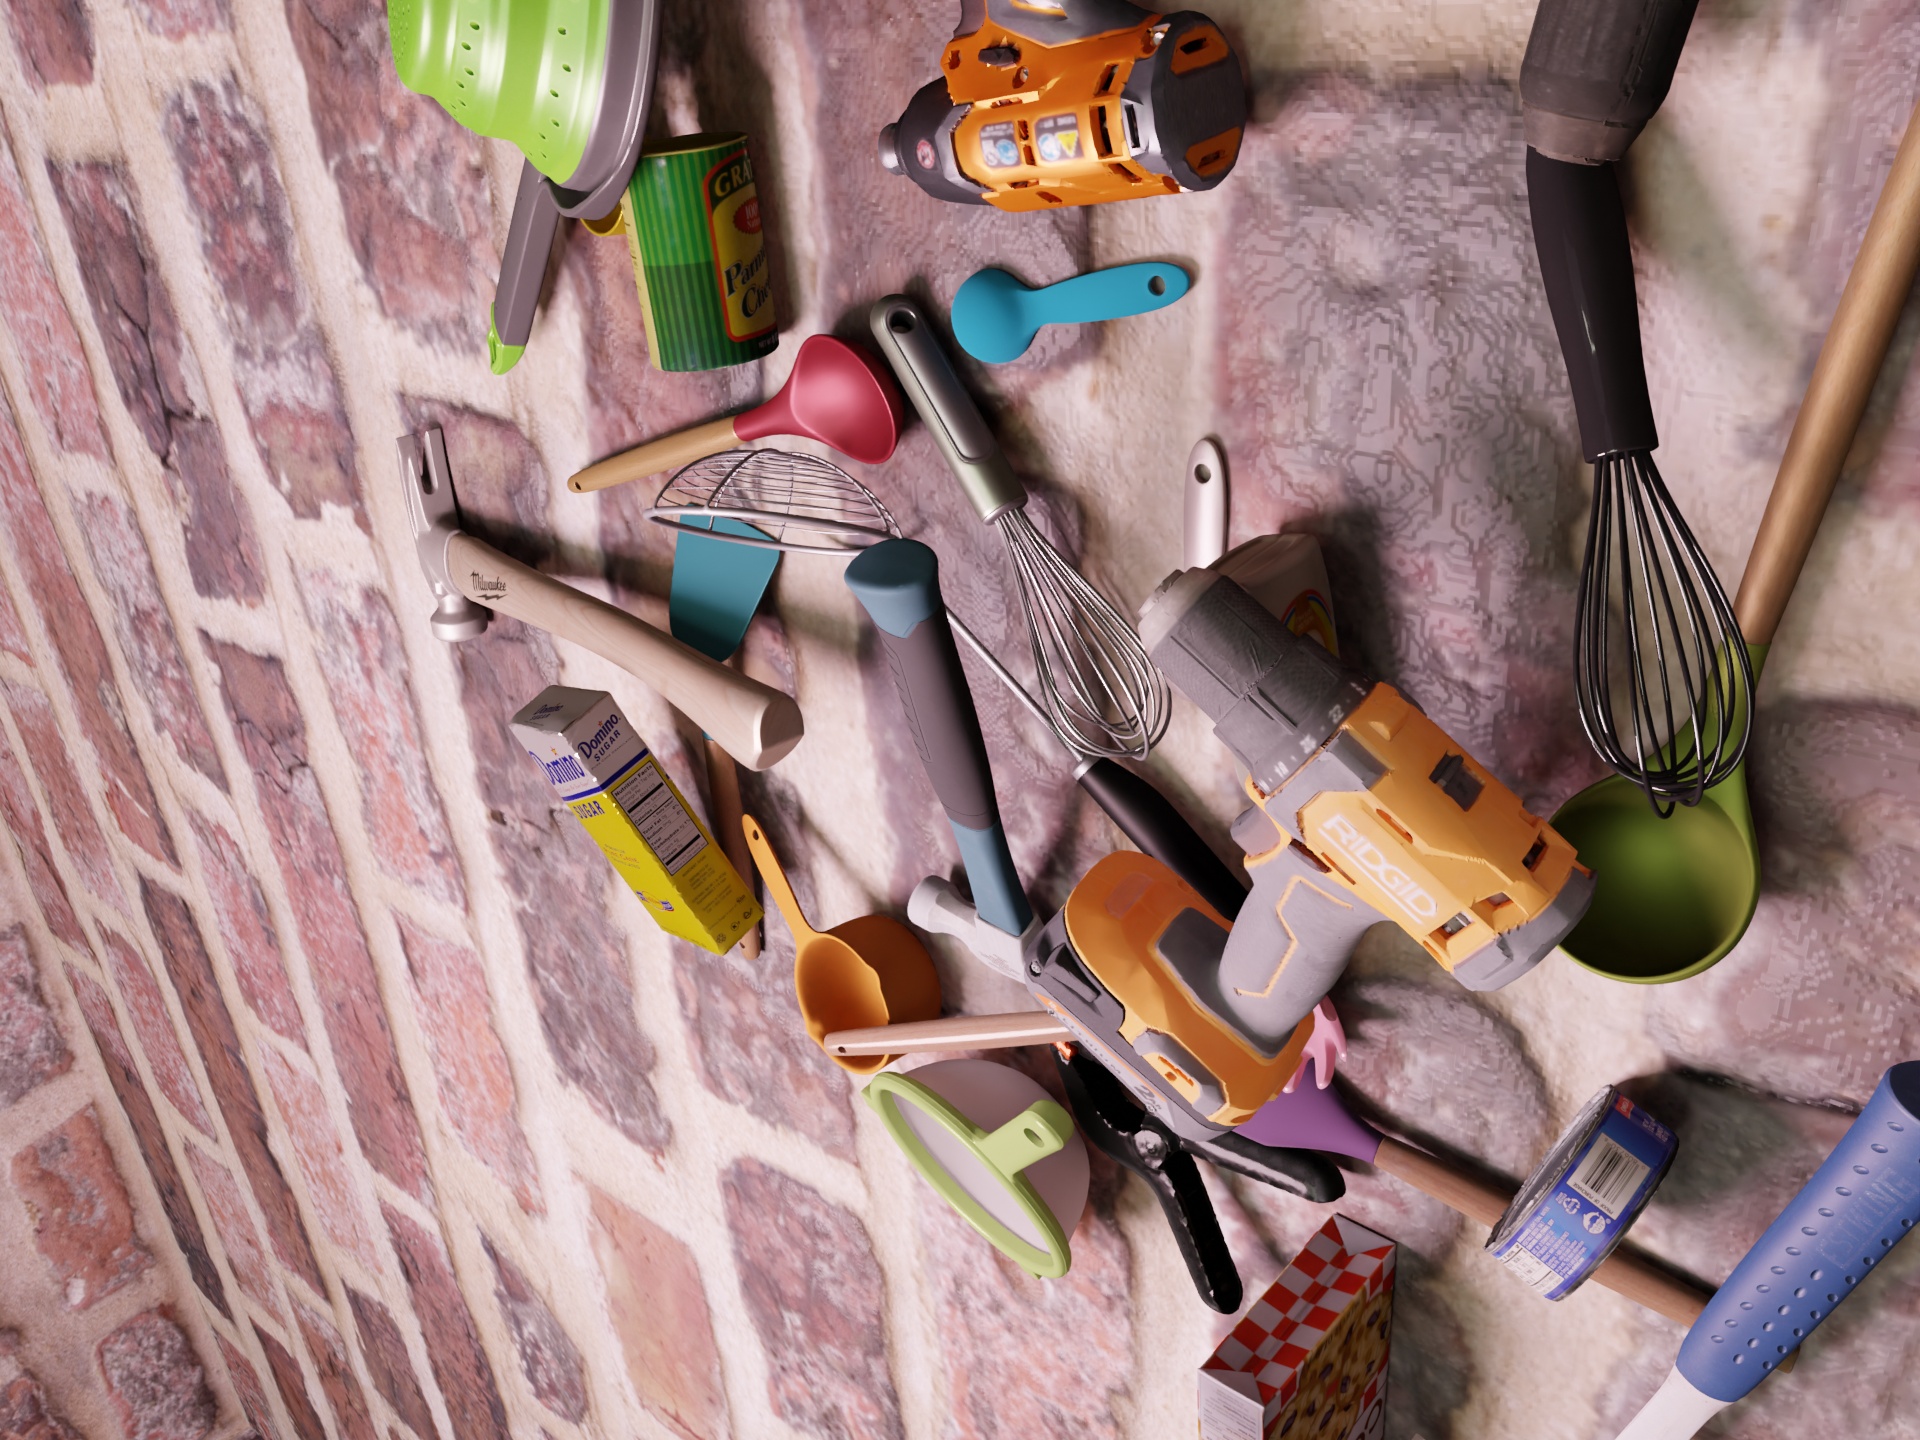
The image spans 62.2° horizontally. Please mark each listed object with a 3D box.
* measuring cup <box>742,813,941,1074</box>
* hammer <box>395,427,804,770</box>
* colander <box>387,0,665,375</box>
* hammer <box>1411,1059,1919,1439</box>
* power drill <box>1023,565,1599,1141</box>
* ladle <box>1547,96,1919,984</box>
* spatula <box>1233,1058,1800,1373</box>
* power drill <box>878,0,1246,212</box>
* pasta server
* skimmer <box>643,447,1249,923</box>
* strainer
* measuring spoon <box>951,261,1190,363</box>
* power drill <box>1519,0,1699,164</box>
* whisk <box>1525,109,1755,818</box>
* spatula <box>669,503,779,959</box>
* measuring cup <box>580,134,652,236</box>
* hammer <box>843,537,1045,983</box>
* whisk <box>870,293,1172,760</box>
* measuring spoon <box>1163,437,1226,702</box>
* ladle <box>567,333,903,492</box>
[{"bbox_3d":[-0.072,0.124,0.954,0.174,0.052,0.095,60,139,16],"label":"measuring cup"},{"bbox_3d":[-0.231,-0.069,0.961,0.411,0.038,0.146,24,128,43],"label":"hammer"},{"bbox_3d":[-0.232,-0.298,0.774,0.397,0.094,0.205,-48,50,55],"label":"colander"},{"bbox_3d":[0.299,0.275,0.660,0.144,0.035,0.405,29,135,22],"label":"hammer"},{"bbox_3d":[0.108,0.057,0.630,0.185,0.084,0.226,43,140,6],"label":"power drill"},{"bbox_3d":[0.260,-0.048,0.517,0.078,0.062,0.320,33,131,38],"label":"ladle"},{"bbox_3d":[0.218,0.208,0.732,0.316,0.018,0.060,24,97,31],"label":"spatula"},{"bbox_3d":[0.011,-0.304,0.590,0.164,0.084,0.226,9,123,42],"label":"power drill"},{"bbox_3d":[0.050,0.161,0.816,0.316,0.040,0.060,-12,110,34],"label":"pasta server"},{"bbox_3d":[-0.001,-0.002,0.773,0.090,0.127,0.363,-44,83,5],"label":"skimmer"},{"bbox_3d":[0.033,0.218,0.855,0.151,0.069,0.256,45,155,8],"label":"strainer"},{"bbox_3d":[0.041,-0.177,0.678,0.129,0.021,0.042,3,115,45],"label":"measuring spoon"},{"bbox_3d":[0.256,-0.218,0.396,0.227,0.080,0.187,30,126,33],"label":"power drill"},{"bbox_3d":[0.210,-0.087,0.511,0.055,0.055,0.239,-12,86,47],"label":"whisk"},{"bbox_3d":[-0.138,0.024,0.977,0.082,0.044,0.317,25,134,33],"label":"spatula"},{"bbox_3d":[-0.174,-0.326,0.805,0.062,0.029,0.156,21,115,45],"label":"measuring cup"},{"bbox_3d":[0.002,0.034,0.744,0.128,0.033,0.330,25,153,28],"label":"hammer"},{"bbox_3d":[0.025,-0.090,0.731,0.246,0.058,0.059,61,168,4],"label":"whisk"},{"bbox_3d":[0.101,-0.061,0.691,0.034,0.018,0.124,20,126,36],"label":"measuring spoon"},{"bbox_3d":[-0.132,-0.152,0.861,0.315,0.031,0.069,-4,118,48],"label":"ladle"}]
